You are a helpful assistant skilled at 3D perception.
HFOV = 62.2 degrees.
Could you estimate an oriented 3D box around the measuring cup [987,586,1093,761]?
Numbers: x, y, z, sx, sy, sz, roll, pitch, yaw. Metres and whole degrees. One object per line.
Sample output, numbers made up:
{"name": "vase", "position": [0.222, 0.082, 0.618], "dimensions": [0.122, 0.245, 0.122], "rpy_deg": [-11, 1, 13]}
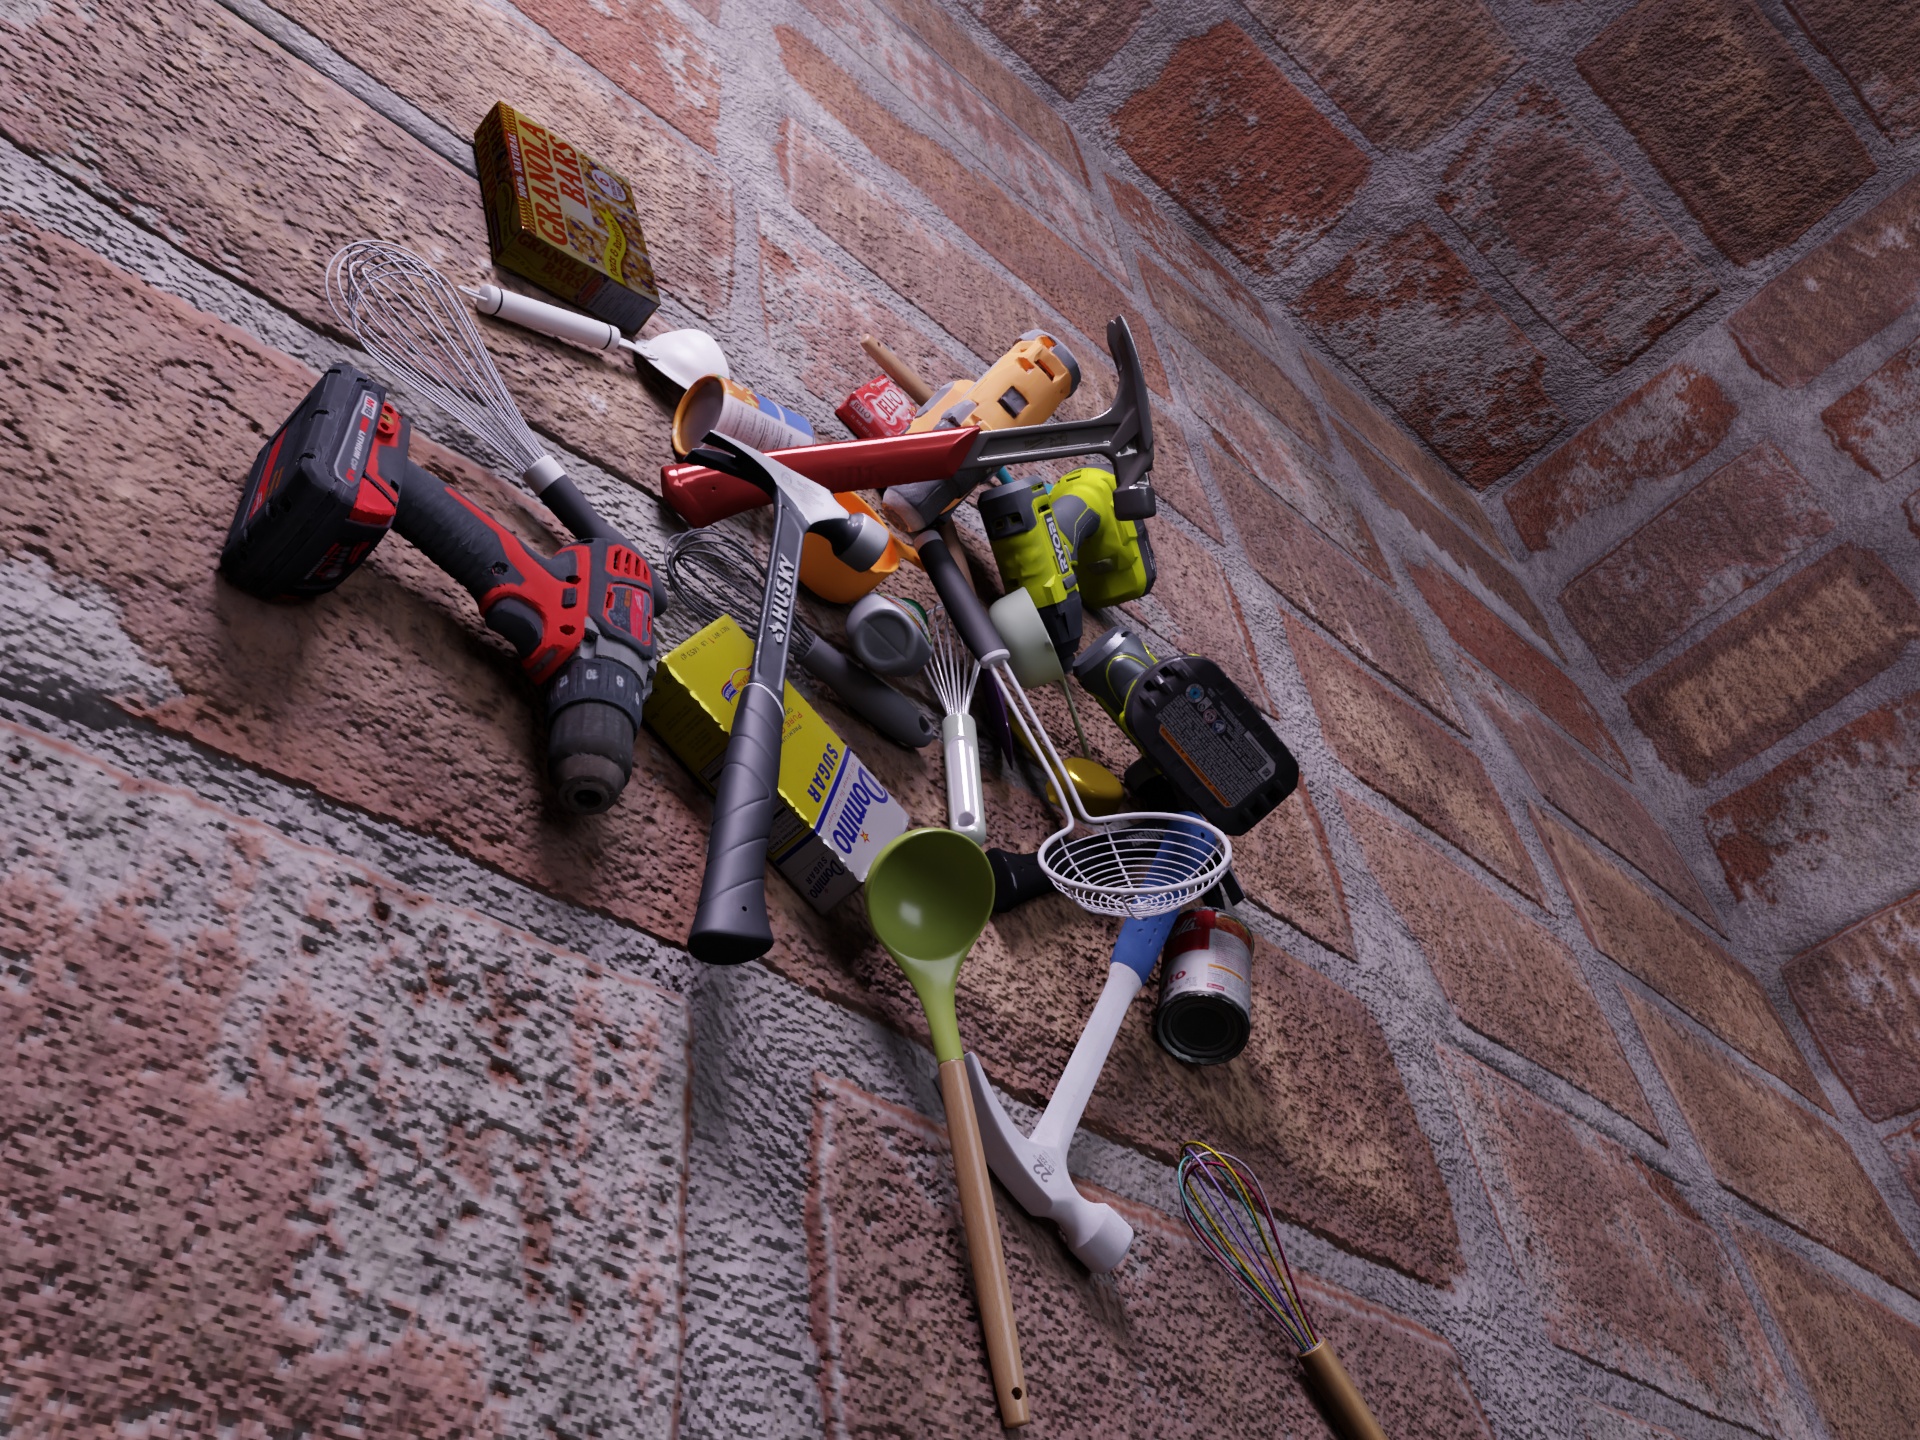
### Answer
{"name": "measuring cup", "position": [0.064, -0.021, 1.236], "dimensions": [0.083, 0.038, 0.167], "rpy_deg": [-111, 179, -73]}

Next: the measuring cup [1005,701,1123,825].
{"name": "measuring cup", "position": [0.071, 0.021, 1.216], "dimensions": [0.062, 0.029, 0.157], "rpy_deg": [6, 33, -40]}

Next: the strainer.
{"name": "strainer", "position": [-0.248, -0.277, 1.156], "dimensions": [0.258, 0.050, 0.087], "rpy_deg": [8, 32, -48]}

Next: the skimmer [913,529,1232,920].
{"name": "skimmer", "position": [0.059, -0.013, 1.112], "dimensions": [0.127, 0.090, 0.364], "rpy_deg": [-15, 60, -25]}

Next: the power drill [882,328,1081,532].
{"name": "power drill", "position": [-0.007, -0.213, 1.275], "dimensions": [0.084, 0.185, 0.226], "rpy_deg": [45, -10, -10]}

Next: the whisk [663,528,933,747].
{"name": "whisk", "position": [-0.104, -0.050, 1.074], "dimensions": [0.238, 0.055, 0.055], "rpy_deg": [38, 29, -29]}

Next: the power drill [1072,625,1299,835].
{"name": "power drill", "position": [0.179, 0.018, 1.226], "dimensions": [0.190, 0.080, 0.228], "rpy_deg": [49, 0, -7]}

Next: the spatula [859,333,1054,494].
{"name": "spatula", "position": [0.022, -0.270, 1.520], "dimensions": [0.317, 0.044, 0.082], "rpy_deg": [38, 37, -36]}

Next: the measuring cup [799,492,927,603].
{"name": "measuring cup", "position": [-0.067, -0.117, 1.208], "dimensions": [0.173, 0.052, 0.095], "rpy_deg": [24, 35, -47]}

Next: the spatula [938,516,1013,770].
{"name": "spatula", "position": [0.011, -0.076, 1.291], "dimensions": [0.316, 0.018, 0.059], "rpy_deg": [-104, -174, -47]}

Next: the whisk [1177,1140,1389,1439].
{"name": "whisk", "position": [0.208, 0.372, 0.994], "dimensions": [0.245, 0.047, 0.051], "rpy_deg": [58, 27, 10]}

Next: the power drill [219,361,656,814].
{"name": "power drill", "position": [-0.256, -0.061, 0.829], "dimensions": [0.226, 0.080, 0.188], "rpy_deg": [33, 31, -34]}

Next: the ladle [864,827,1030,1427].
{"name": "ladle", "position": [0.003, 0.206, 0.856], "dimensions": [0.078, 0.062, 0.320], "rpy_deg": [0, 58, -19]}

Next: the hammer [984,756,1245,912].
{"name": "hammer", "position": [0.112, 0.105, 1.203], "dimensions": [0.146, 0.035, 0.334], "rpy_deg": [56, 28, 15]}

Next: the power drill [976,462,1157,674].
{"name": "power drill", "position": [0.100, -0.144, 1.440], "dimensions": [0.223, 0.080, 0.171], "rpy_deg": [-34, 107, -60]}

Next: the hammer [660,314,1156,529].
{"name": "hammer", "position": [-0.033, -0.196, 1.131], "dimensions": [0.359, 0.037, 0.149], "rpy_deg": [-10, 92, -16]}

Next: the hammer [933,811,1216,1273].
{"name": "hammer", "position": [0.104, 0.172, 1.057], "dimensions": [0.144, 0.035, 0.406], "rpy_deg": [46, 34, -5]}

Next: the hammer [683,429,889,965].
{"name": "hammer", "position": [-0.116, -0.025, 0.928], "dimensions": [0.149, 0.036, 0.409], "rpy_deg": [33, 35, -26]}

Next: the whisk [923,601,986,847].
{"name": "whisk", "position": [-0.002, -0.004, 1.163], "dimensions": [0.059, 0.058, 0.247], "rpy_deg": [76, 6, -47]}

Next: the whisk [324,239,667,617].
{"name": "whisk", "position": [-0.275, -0.175, 0.969], "dimensions": [0.284, 0.070, 0.070], "rpy_deg": [50, 26, -9]}
